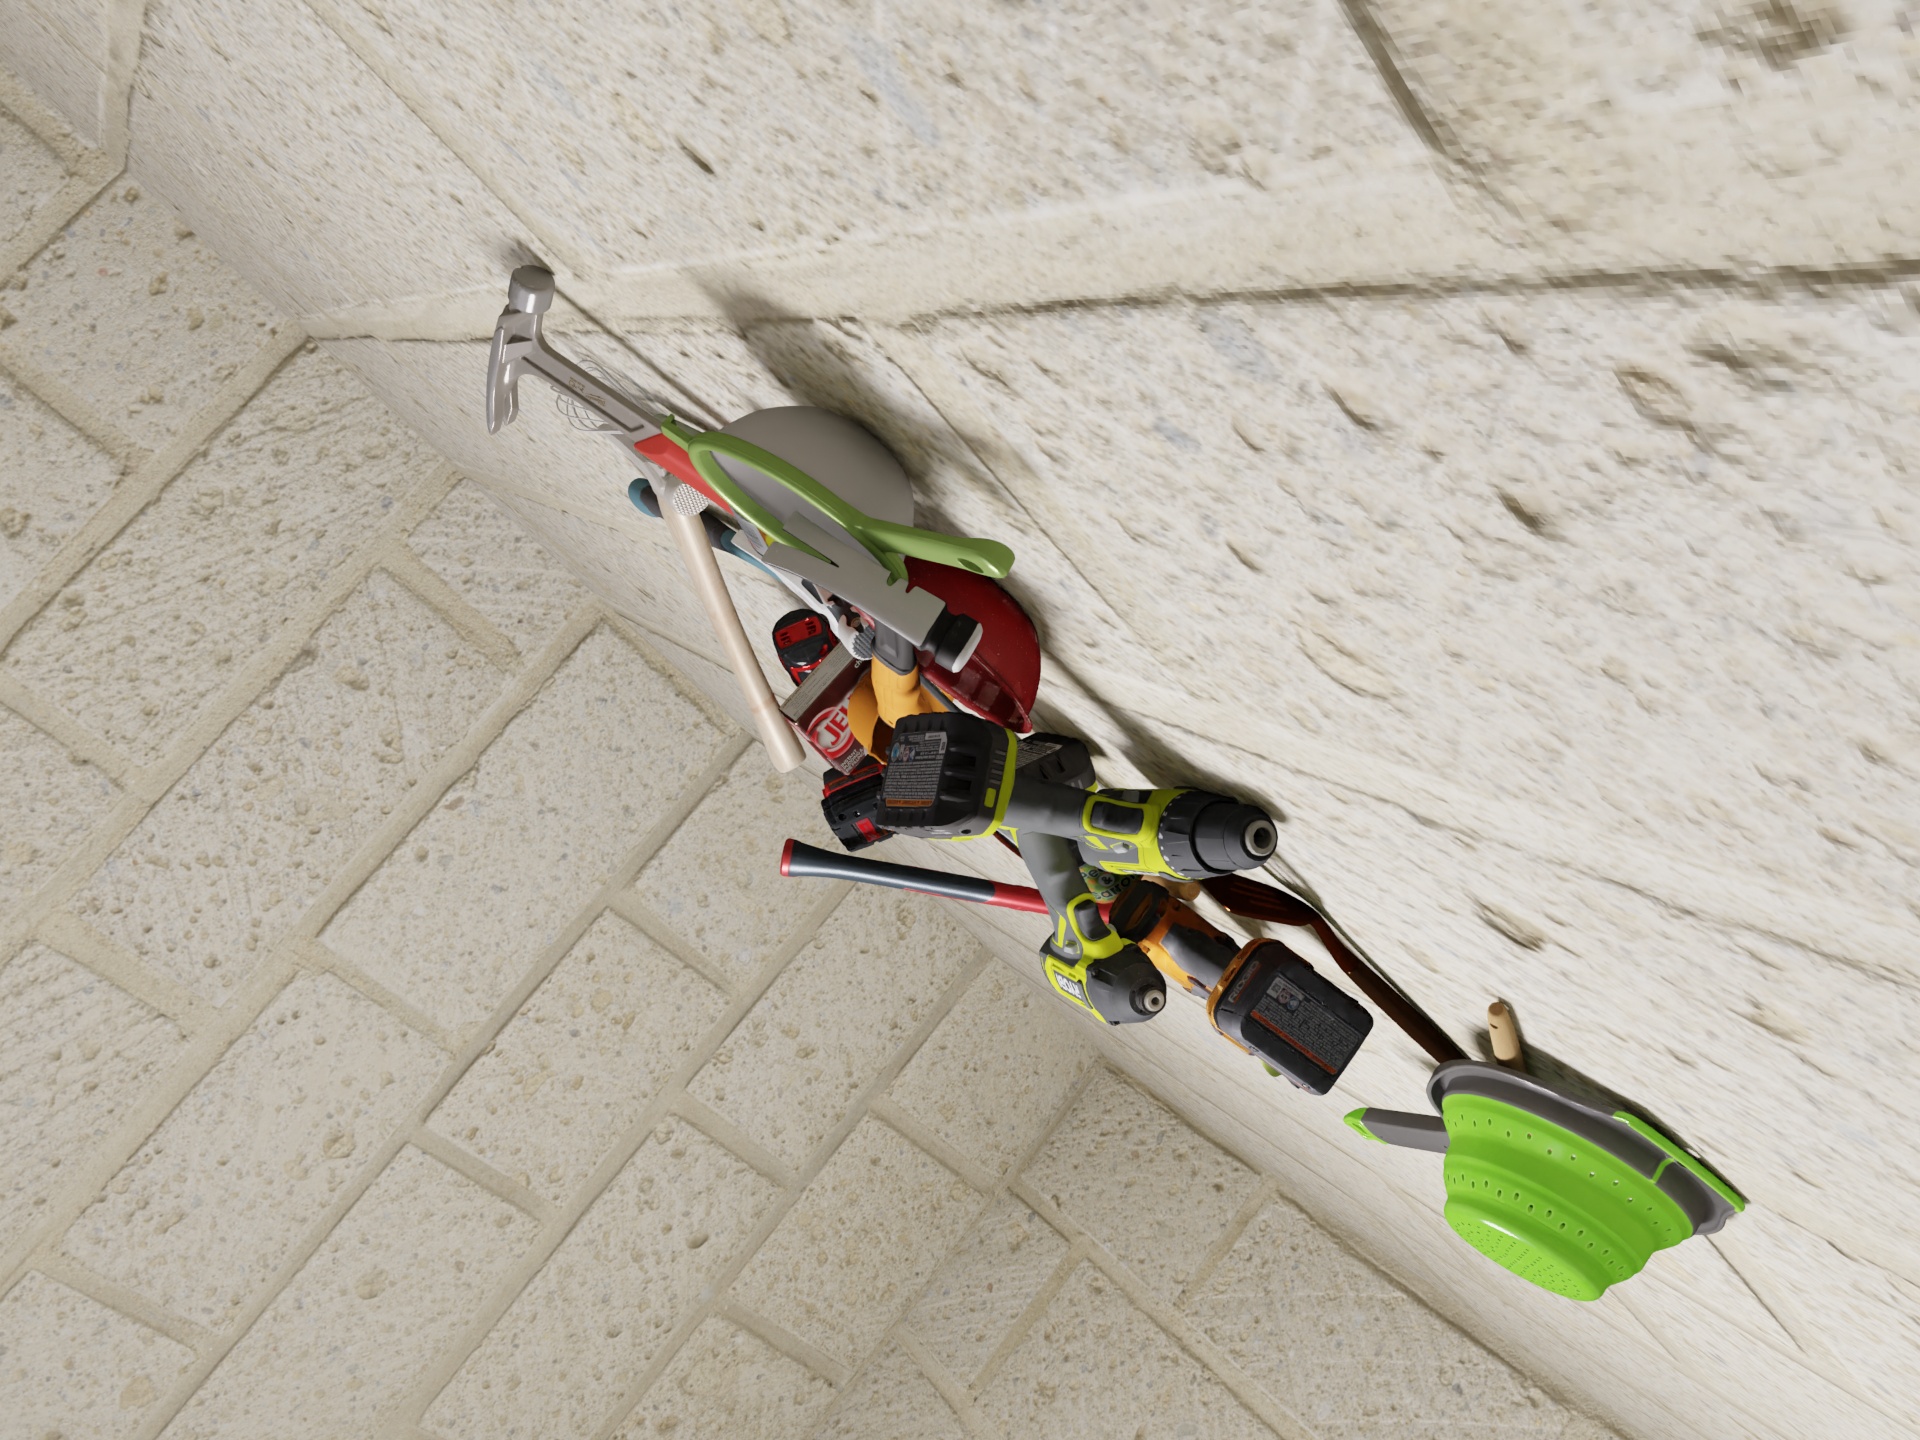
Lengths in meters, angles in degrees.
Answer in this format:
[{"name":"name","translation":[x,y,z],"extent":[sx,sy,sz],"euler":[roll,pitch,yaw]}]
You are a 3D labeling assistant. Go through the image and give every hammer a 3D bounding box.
[{"name":"hammer","translation":[-0.197,-0.182,1.170],"extent":[0.359,0.037,0.149],"euler":[34,136,7]},{"name":"hammer","translation":[-0.219,-0.098,1.449],"extent":[0.146,0.038,0.410],"euler":[43,160,38]},{"name":"hammer","translation":[-0.002,-0.004,1.334],"extent":[0.408,0.036,0.149],"euler":[45,-175,-45]},{"name":"hammer","translation":[-0.216,-0.167,1.464],"extent":[0.331,0.033,0.128],"euler":[30,167,46]},{"name":"hammer","translation":[0.022,0.161,1.501],"extent":[0.386,0.038,0.143],"euler":[10,172,-2]},{"name":"hammer","translation":[-0.050,-0.042,1.027],"extent":[0.127,0.034,0.336],"euler":[31,171,5]}]

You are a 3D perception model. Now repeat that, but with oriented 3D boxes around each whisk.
[{"name":"whisk","translation":[0.145,0.137,1.454],"extent":[0.047,0.051,0.245],"euler":[49,165,-18]},{"name":"whisk","translation":[-0.243,-0.232,1.254],"extent":[0.247,0.057,0.059],"euler":[29,-160,36]}]

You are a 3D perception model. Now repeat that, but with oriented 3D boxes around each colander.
[{"name":"colander","translation":[0.375,0.339,1.157],"extent":[0.204,0.094,0.397],"euler":[37,162,-8]}]

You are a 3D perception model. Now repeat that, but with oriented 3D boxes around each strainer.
[{"name":"strainer","translation":[-0.047,-0.129,0.894],"extent":[0.256,0.069,0.151],"euler":[20,164,47]}]

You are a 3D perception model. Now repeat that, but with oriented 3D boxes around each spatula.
[{"name":"spatula","translation":[0.294,0.199,1.165],"extent":[0.322,0.041,0.081],"euler":[42,-173,-21]}]

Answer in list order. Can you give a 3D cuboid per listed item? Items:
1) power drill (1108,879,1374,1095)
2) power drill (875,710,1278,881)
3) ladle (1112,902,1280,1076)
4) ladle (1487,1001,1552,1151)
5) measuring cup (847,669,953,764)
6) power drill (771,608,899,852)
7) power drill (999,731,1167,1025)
[{"name":"power drill","translation":[0.235,0.219,1.280],"extent":[0.185,0.084,0.226],"euler":[37,176,-22]},{"name":"power drill","translation":[0.077,0.058,1.047],"extent":[0.228,0.080,0.190],"euler":[15,172,-23]},{"name":"ladle","translation":[0.238,0.267,1.656],"extent":[0.320,0.062,0.078],"euler":[32,166,51]},{"name":"ladle","translation":[0.392,0.261,1.122],"extent":[0.069,0.031,0.315],"euler":[22,160,33]},{"name":"measuring cup","translation":[-0.050,0.019,1.441],"extent":[0.052,0.095,0.173],"euler":[41,157,38]},{"name":"power drill","translation":[-0.117,0.009,1.556],"extent":[0.143,0.078,0.220],"euler":[69,179,-69]},{"name":"power drill","translation":[0.089,0.128,1.249],"extent":[0.223,0.080,0.171],"euler":[68,164,-10]}]
